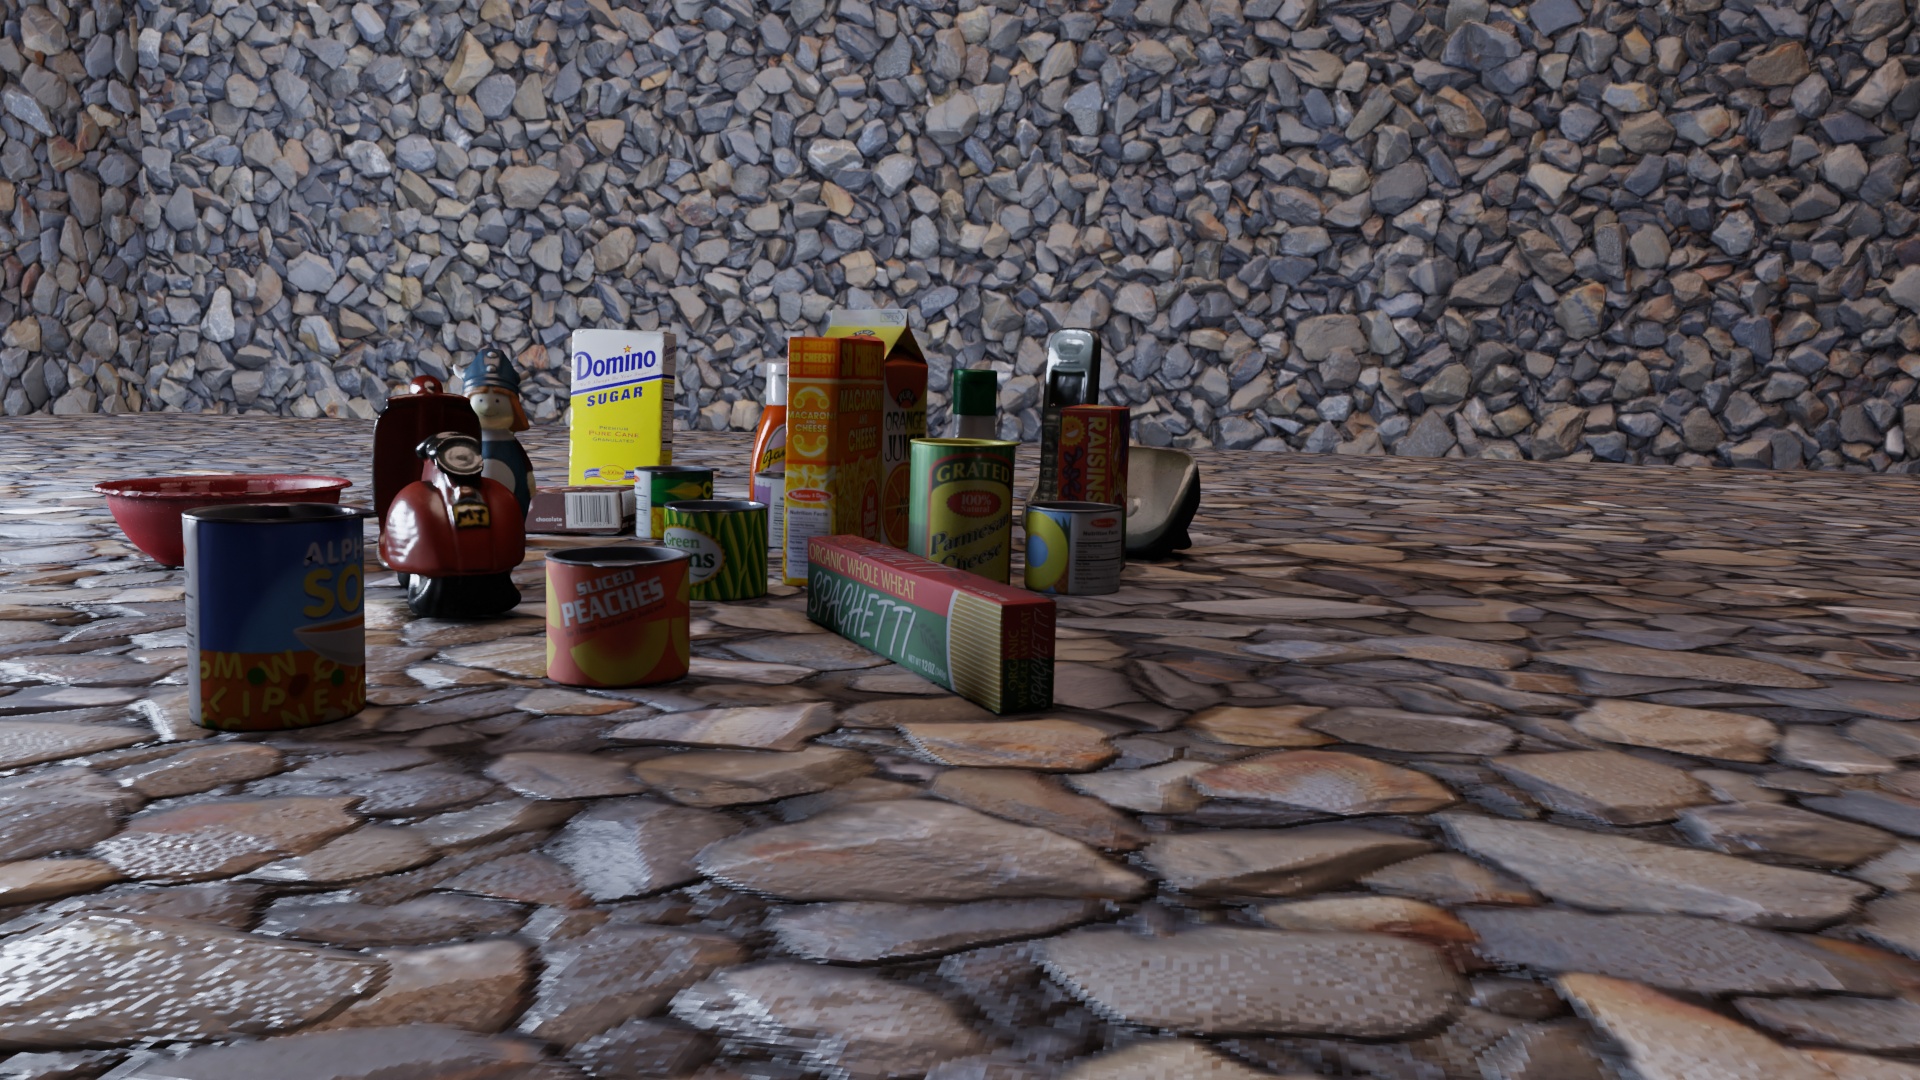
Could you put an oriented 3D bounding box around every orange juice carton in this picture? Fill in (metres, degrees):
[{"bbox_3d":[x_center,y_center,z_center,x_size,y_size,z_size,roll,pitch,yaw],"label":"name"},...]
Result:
[{"bbox_3d":[-0.074,-0.086,1.098,0.072,0.192,0.073,5,7,27],"label":"orange juice carton"}]

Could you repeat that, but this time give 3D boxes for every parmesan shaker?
[{"bbox_3d":[0.003,-0.011,0.868,0.071,0.103,0.071,2,7,0],"label":"parmesan shaker"}]

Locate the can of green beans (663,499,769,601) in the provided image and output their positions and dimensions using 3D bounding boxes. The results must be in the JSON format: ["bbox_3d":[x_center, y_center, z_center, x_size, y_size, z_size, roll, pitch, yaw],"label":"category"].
[{"bbox_3d":[-0.156,0.005,0.887,0.071,0.057,0.071,2,7,0],"label":"can of green beans"}]

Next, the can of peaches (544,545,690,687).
[{"bbox_3d":[-0.160,0.035,0.648,0.071,0.058,0.071,2,7,0],"label":"can of peaches"}]

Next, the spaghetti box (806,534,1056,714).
[{"bbox_3d":[-0.024,0.035,0.703,0.029,0.050,0.250,-2,8,-26],"label":"spaghetti box"}]

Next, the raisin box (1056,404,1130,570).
[{"bbox_3d":[0.097,-0.037,1.016,0.040,0.123,0.086,3,7,17],"label":"raisin box"}]

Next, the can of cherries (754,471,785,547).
[{"bbox_3d":[-0.137,-0.026,1.142,0.071,0.058,0.071,2,7,0],"label":"can of cherries"}]

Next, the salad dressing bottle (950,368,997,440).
[{"bbox_3d":[0.010,-0.069,1.157,0.064,0.147,0.044,1,6,-8],"label":"salad dressing bottle"}]

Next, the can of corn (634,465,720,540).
[{"bbox_3d":[-0.240,-0.033,1.177,0.071,0.058,0.071,2,7,0],"label":"can of corn"}]

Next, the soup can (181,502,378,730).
[{"bbox_3d":[-0.274,0.029,0.564,0.071,0.083,0.071,2,7,0],"label":"soup can"}]

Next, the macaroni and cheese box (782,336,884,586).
[{"bbox_3d":[-0.088,-0.058,0.975,0.040,0.166,0.124,3,7,11],"label":"macaroni and cheese box"}]

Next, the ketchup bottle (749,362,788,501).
[{"bbox_3d":[-0.157,-0.085,1.250,0.065,0.148,0.043,1,6,-9],"label":"ketchup bottle"}]

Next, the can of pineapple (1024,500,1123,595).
[{"bbox_3d":[0.076,0.004,0.948,0.071,0.057,0.071,2,7,0],"label":"can of pineapple"}]
